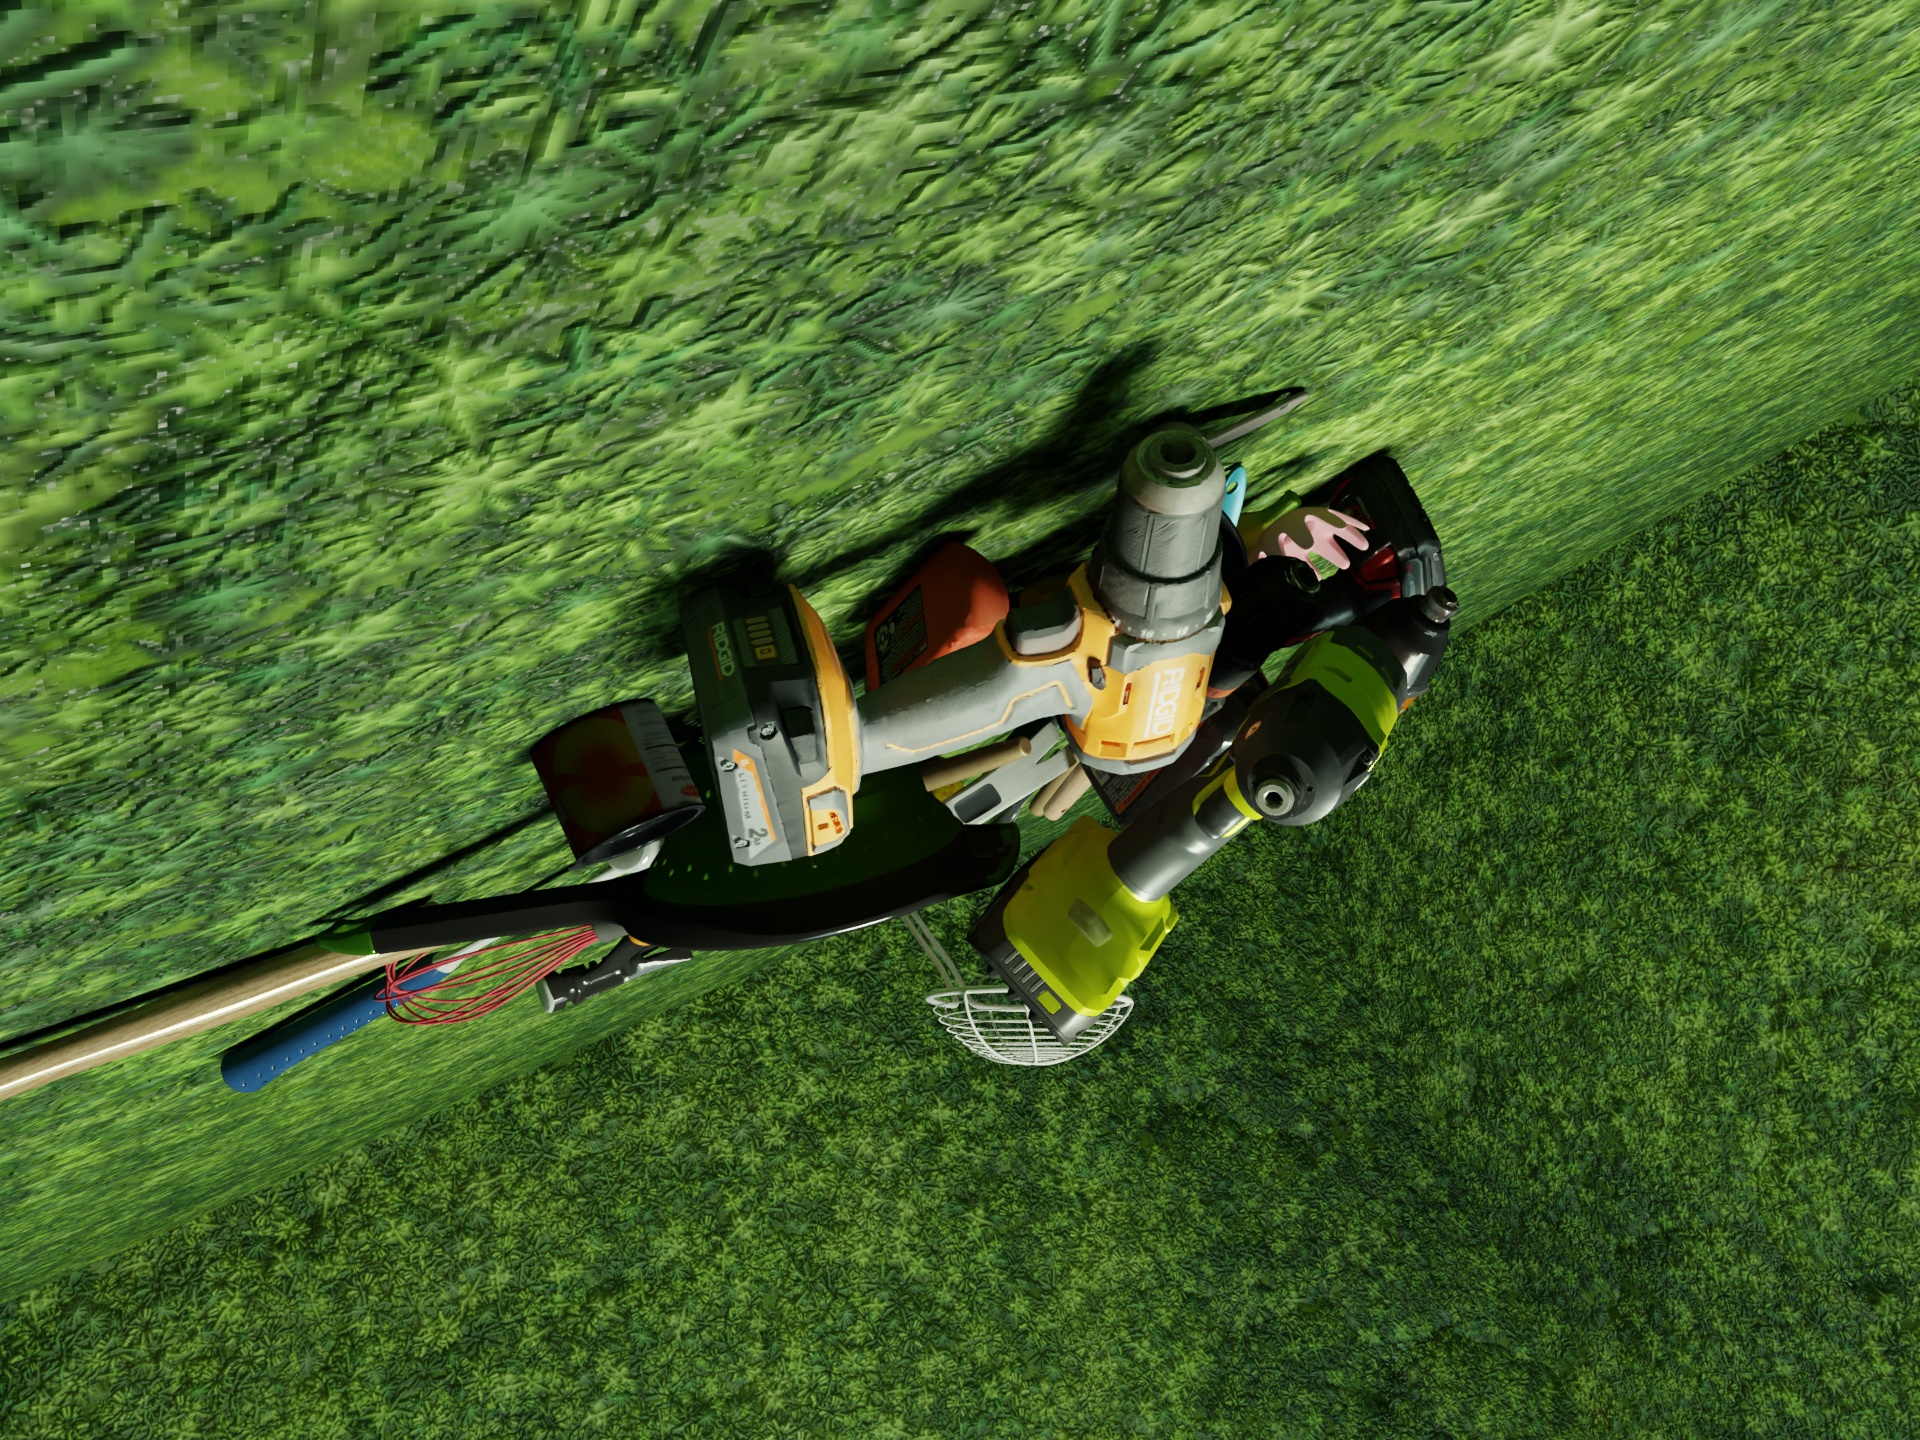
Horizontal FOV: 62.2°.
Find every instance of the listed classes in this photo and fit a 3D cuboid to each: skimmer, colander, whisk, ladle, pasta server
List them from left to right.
[{"bbox_3d":[-0.241,0.132,0.993,0.296,0.073,0.073,-17,174,15],"label":"whisk"},{"bbox_3d":[-0.170,0.059,0.870,0.397,0.094,0.204,-9,-170,6],"label":"colander"},{"bbox_3d":[-0.070,0.067,1.100,0.320,0.062,0.078,-20,-161,39],"label":"ladle"},{"bbox_3d":[-0.017,0.115,1.085,0.127,0.364,0.090,12,111,-35],"label":"skimmer"},{"bbox_3d":[0.140,-0.027,1.003,0.060,0.040,0.316,-6,145,-40],"label":"pasta server"}]

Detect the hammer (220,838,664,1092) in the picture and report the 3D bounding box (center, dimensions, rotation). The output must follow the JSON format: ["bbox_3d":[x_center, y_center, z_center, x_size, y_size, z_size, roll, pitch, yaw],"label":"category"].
[{"bbox_3d":[-0.351,0.166,1.120,0.405,0.035,0.144,-28,171,15],"label":"hammer"}]

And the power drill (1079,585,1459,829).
[{"bbox_3d":[0.197,-0.015,0.963,0.226,0.084,0.164,-12,151,-39],"label":"power drill"}]

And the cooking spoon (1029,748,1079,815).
[{"bbox_3d":[0.129,-0.027,1.166,0.068,0.017,0.318,-6,145,-38],"label":"cooking spoon"}]

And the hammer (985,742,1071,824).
[{"bbox_3d":[0.119,-0.005,1.311,0.149,0.036,0.408,-55,-177,-36],"label":"hammer"}]

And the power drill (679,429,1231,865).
[{"bbox_3d":[0.004,-0.030,0.657,0.226,0.084,0.185,-13,147,-11],"label":"power drill"}]

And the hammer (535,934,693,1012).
[{"bbox_3d":[-0.217,0.146,1.152,0.127,0.034,0.337,-19,169,-30],"label":"hammer"}]

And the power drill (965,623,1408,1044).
[{"bbox_3d":[0.110,0.055,0.768,0.223,0.080,0.171,-45,177,30],"label":"power drill"}]

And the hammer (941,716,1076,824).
[{"bbox_3d":[0.039,0.028,1.205,0.128,0.033,0.331,-32,-177,15],"label":"hammer"}]

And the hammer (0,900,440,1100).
[{"bbox_3d":[-0.438,0.165,0.869,0.331,0.031,0.130,-19,170,-38],"label":"hammer"}]

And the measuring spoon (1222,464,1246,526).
[{"bbox_3d":[0.138,-0.096,0.905,0.042,0.021,0.128,-21,141,-29],"label":"measuring spoon"}]

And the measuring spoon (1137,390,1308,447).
[{"bbox_3d":[0.122,-0.140,0.741,0.124,0.018,0.034,-28,173,-38],"label":"measuring spoon"}]

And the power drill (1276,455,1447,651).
[{"bbox_3d":[0.199,-0.079,1.044,0.219,0.079,0.143,-22,145,9],"label":"power drill"}]
